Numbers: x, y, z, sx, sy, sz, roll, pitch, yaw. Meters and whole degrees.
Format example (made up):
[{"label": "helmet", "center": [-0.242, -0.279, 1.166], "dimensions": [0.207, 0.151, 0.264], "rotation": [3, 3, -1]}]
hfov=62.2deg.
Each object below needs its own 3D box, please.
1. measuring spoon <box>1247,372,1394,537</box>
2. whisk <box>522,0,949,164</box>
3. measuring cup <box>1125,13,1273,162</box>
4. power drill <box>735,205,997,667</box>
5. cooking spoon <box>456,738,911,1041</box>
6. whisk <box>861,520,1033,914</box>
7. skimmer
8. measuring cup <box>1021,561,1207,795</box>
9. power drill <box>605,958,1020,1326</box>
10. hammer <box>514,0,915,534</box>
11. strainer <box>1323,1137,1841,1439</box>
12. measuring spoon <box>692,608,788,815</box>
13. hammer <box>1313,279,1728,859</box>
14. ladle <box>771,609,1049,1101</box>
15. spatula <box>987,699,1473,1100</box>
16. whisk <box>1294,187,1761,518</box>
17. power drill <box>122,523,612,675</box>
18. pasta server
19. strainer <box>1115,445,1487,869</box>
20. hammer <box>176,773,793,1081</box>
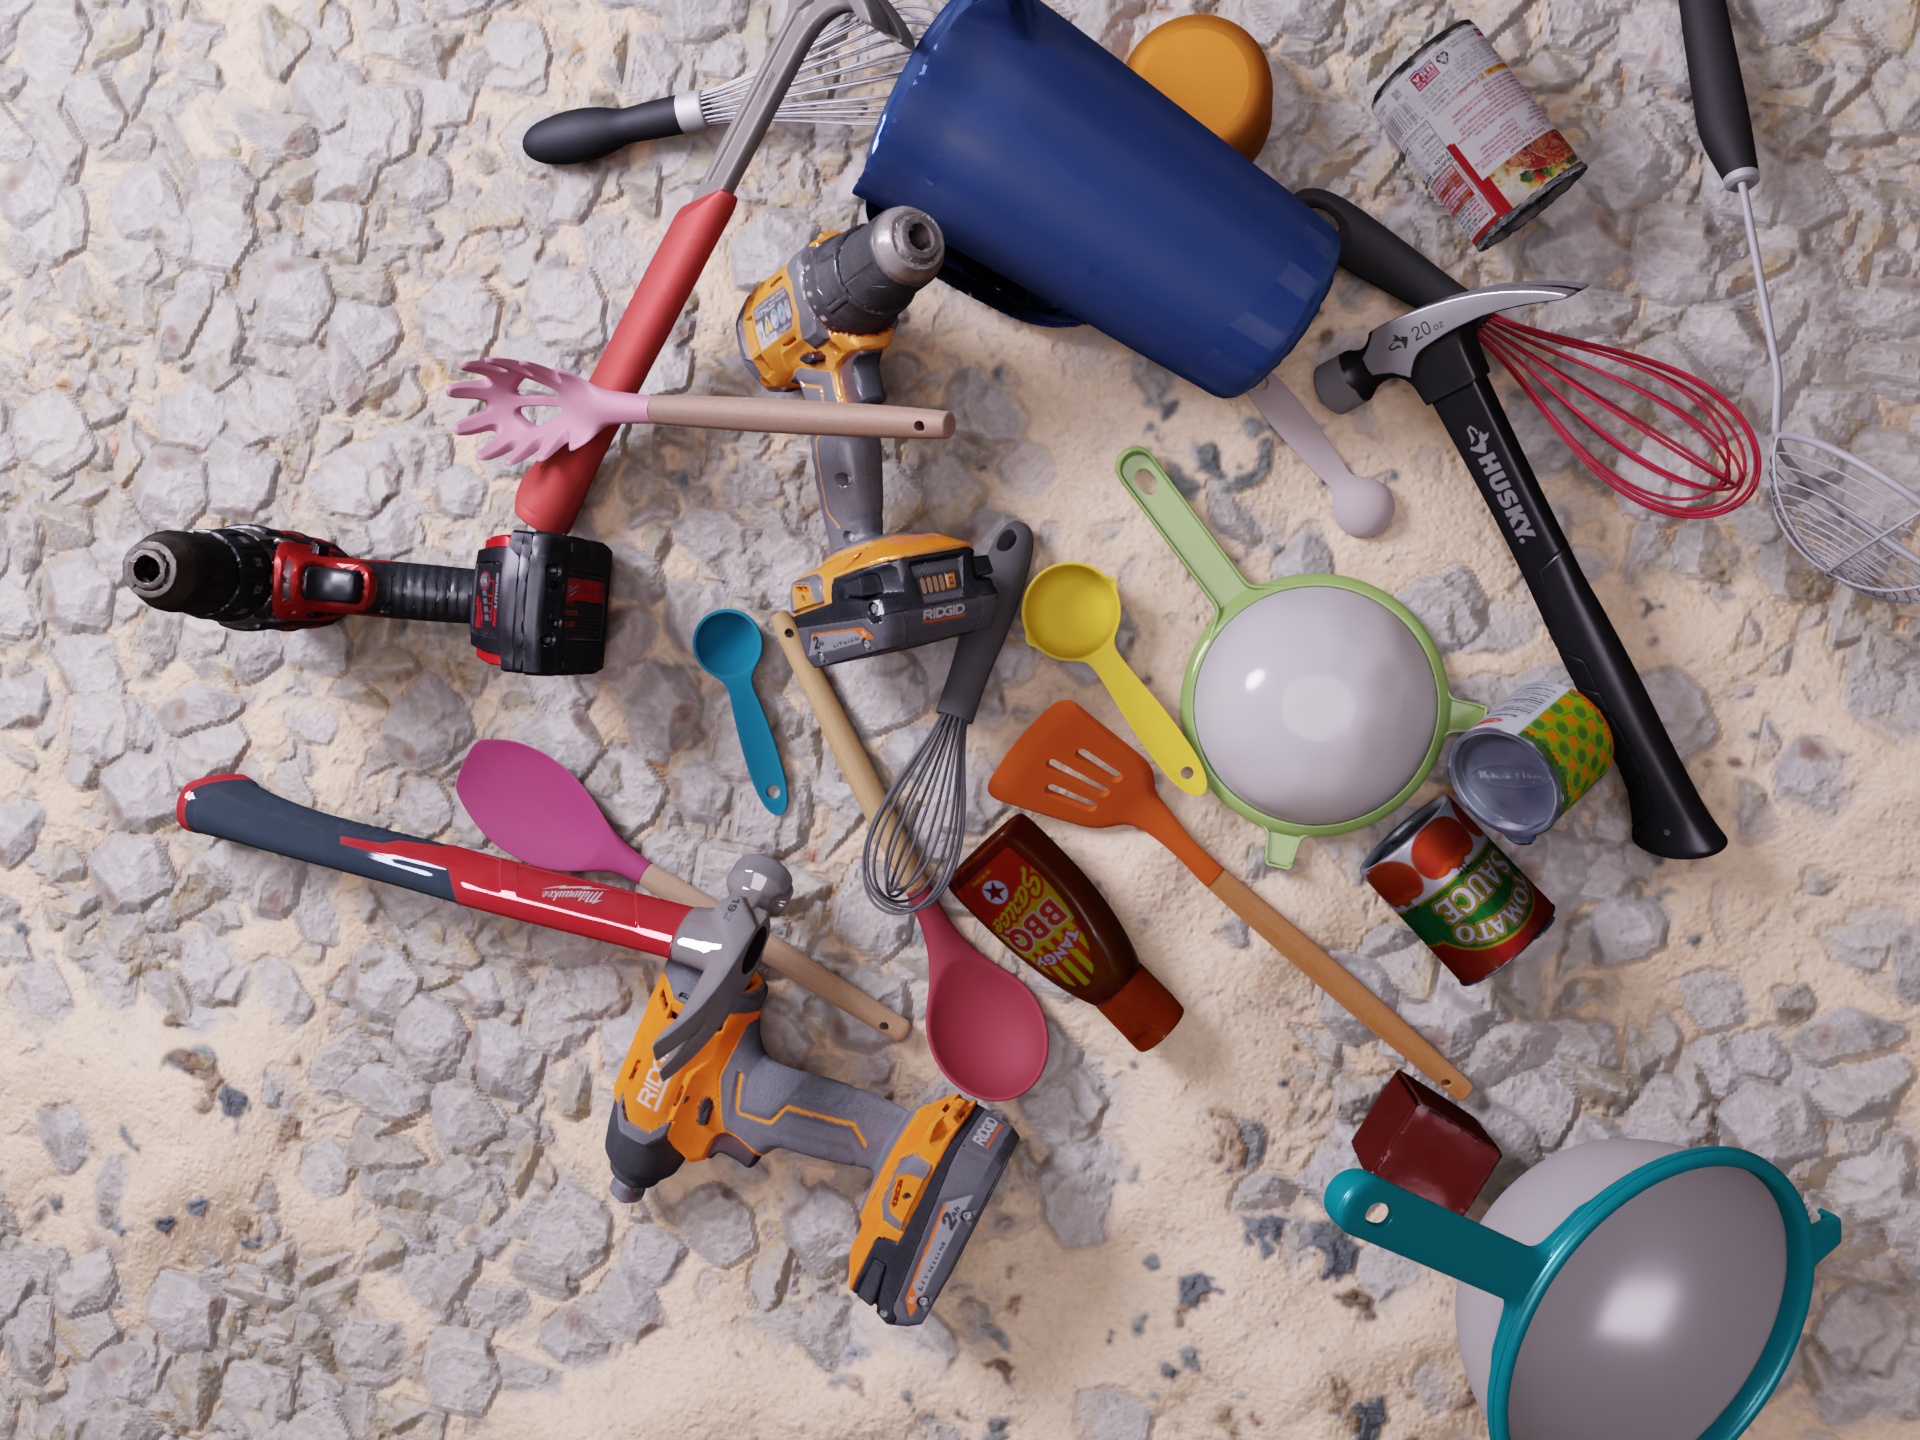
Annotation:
[{"label": "measuring spoon", "center": [0.200, -0.156, 0.901], "dimensions": [0.034, 0.018, 0.124], "rotation": [-39, 85, 7]}, {"label": "whisk", "center": [-0.125, -0.360, 0.927], "dimensions": [0.284, 0.070, 0.070], "rotation": [-7, 90, 13]}, {"label": "measuring cup", "center": [0.089, -0.349, 0.894], "dimensions": [0.173, 0.052, 0.095], "rotation": [3, 92, 6]}, {"label": "power drill", "center": [-0.046, -0.152, 0.860], "dimensions": [0.084, 0.185, 0.226], "rotation": [-13, 91, -30]}, {"label": "cooking spoon", "center": [-0.168, 0.106, 0.960], "dimensions": [0.319, 0.017, 0.068], "rotation": [30, 103, 7]}, {"label": "whisk", "center": [-0.001, -0.003, 0.909], "dimensions": [0.055, 0.055, 0.239], "rotation": [18, 83, 7]}, {"label": "skimmer", "center": [0.450, -0.233, 0.828], "dimensions": [0.090, 0.127, 0.363], "rotation": [-11, 81, 24]}, {"label": "measuring cup", "center": [0.093, -0.022, 0.916], "dimensions": [0.062, 0.029, 0.156], "rotation": [-36, 89, 7]}, {"label": "power drill", "center": [-0.098, 0.250, 0.922], "dimensions": [0.226, 0.084, 0.164], "rotation": [27, 104, 10]}, {"label": "hammer", "center": [-0.153, -0.250, 0.882], "dimensions": [0.359, 0.036, 0.149], "rotation": [-56, 46, 22]}, {"label": "strainer", "center": [0.287, 0.274, 0.811], "dimensions": [0.340, 0.095, 0.211], "rotation": [29, 92, -26]}, {"label": "measuring spoon", "center": [-0.125, -0.005, 0.955], "dimensions": [0.042, 0.021, 0.128], "rotation": [-15, 98, 7]}, {"label": "hammer", "center": [0.325, -0.076, 0.854], "dimensions": [0.146, 0.035, 0.335], "rotation": [-25, 94, 44]}, {"label": "ladle", "center": [-0.038, 0.076, 0.936], "dimensions": [0.069, 0.031, 0.315], "rotation": [-26, 85, -11]}, {"label": "spatula", "center": [0.161, 0.109, 0.902], "dimensions": [0.322, 0.041, 0.081], "rotation": [41, 120, 4]}, {"label": "whisk", "center": [0.302, -0.206, 0.868], "dimensions": [0.296, 0.073, 0.073], "rotation": [37, 96, 11]}, {"label": "power drill", "center": [-0.328, -0.074, 0.897], "dimensions": [0.226, 0.188, 0.080], "rotation": [5, 93, 4]}, {"label": "pasta server", "center": [-0.144, -0.160, 0.836], "dimensions": [0.316, 0.040, 0.060], "rotation": [9, 116, 30]}, {"label": "strainer", "center": [0.167, -0.050, 0.882], "dimensions": [0.151, 0.069, 0.256], "rotation": [-37, 88, 7]}, {"label": "hammer", "center": [-0.300, 0.100, 0.922], "dimensions": [0.386, 0.143, 0.038], "rotation": [11, 133, 16]}]
